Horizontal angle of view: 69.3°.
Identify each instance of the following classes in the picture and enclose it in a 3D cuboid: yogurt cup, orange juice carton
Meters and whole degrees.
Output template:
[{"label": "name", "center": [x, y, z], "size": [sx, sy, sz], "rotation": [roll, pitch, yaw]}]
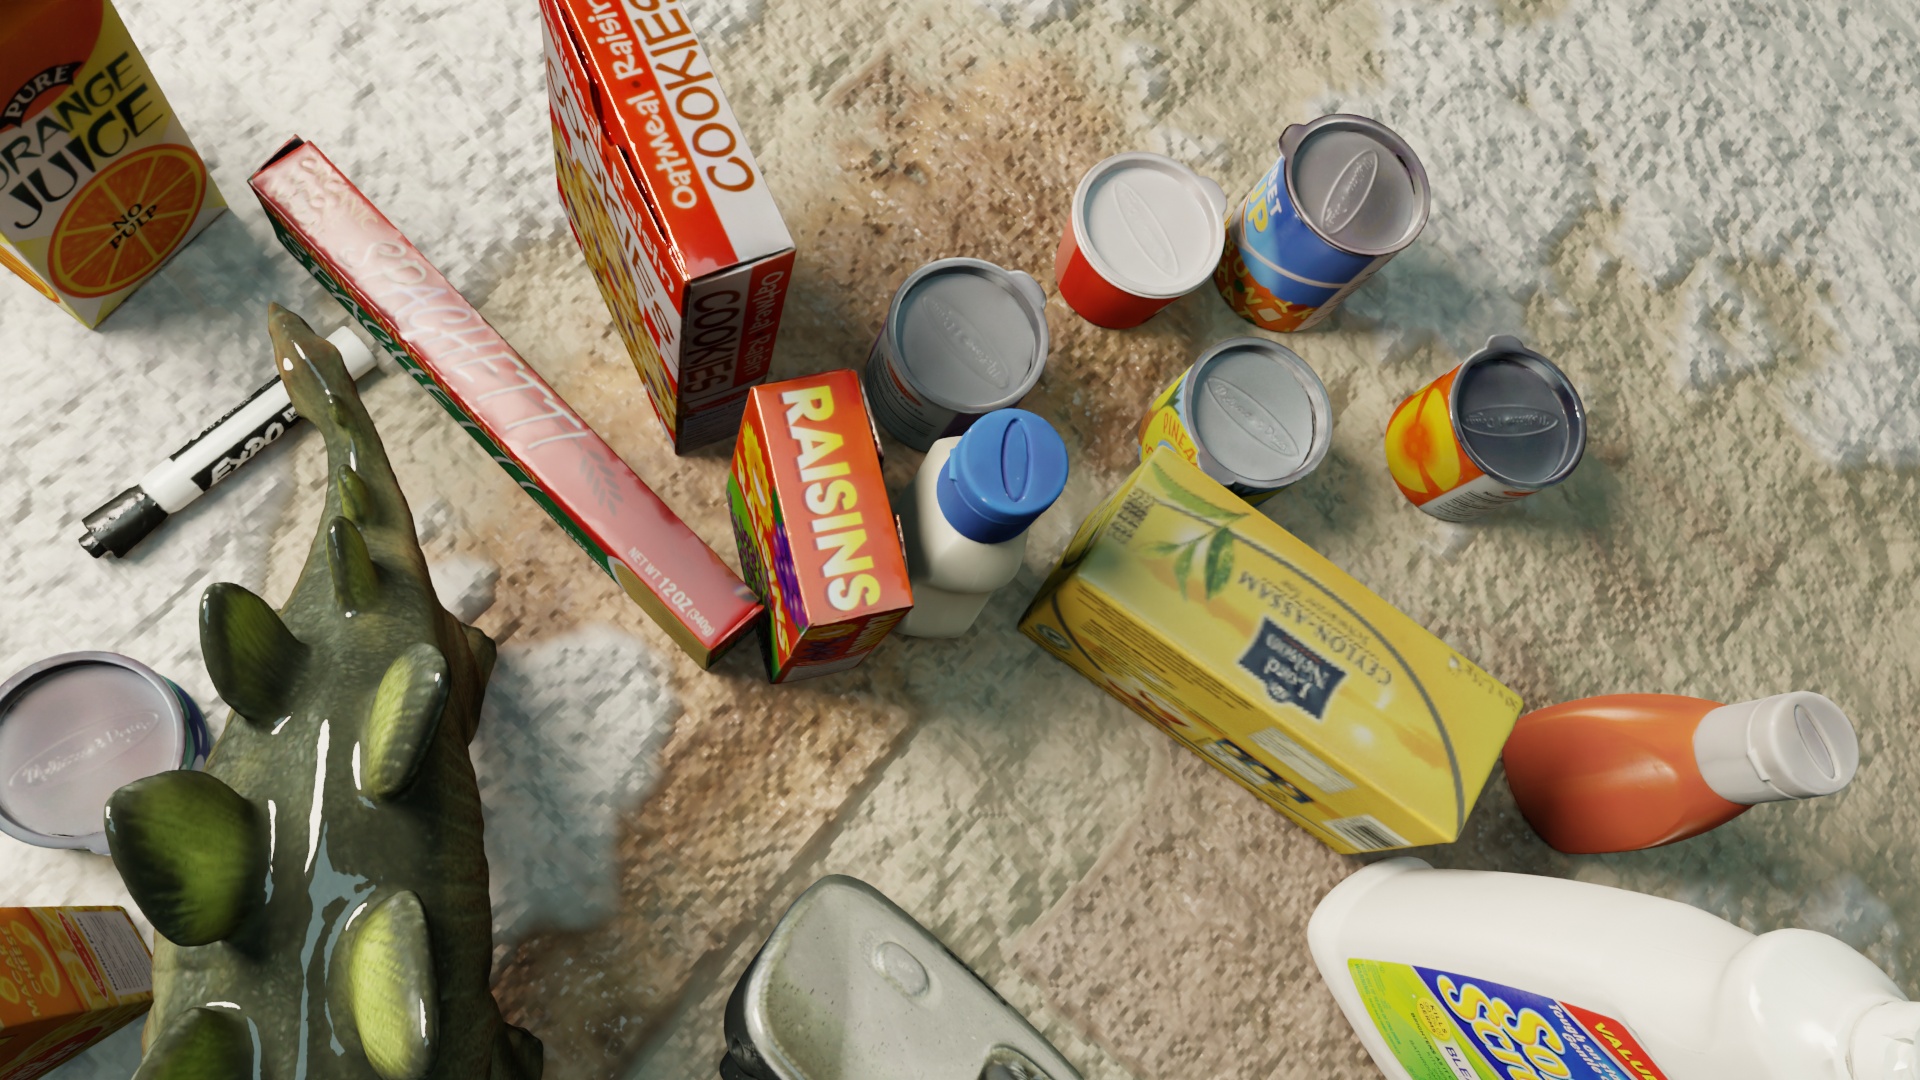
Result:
[{"label": "yogurt cup", "center": [0.075, -0.128, 0.609], "size": [0.072, 0.053, 0.072], "rotation": [3, 74, -12]}, {"label": "orange juice carton", "center": [-0.317, -0.150, 0.449], "size": [0.072, 0.192, 0.073], "rotation": [37, 70, -1]}]

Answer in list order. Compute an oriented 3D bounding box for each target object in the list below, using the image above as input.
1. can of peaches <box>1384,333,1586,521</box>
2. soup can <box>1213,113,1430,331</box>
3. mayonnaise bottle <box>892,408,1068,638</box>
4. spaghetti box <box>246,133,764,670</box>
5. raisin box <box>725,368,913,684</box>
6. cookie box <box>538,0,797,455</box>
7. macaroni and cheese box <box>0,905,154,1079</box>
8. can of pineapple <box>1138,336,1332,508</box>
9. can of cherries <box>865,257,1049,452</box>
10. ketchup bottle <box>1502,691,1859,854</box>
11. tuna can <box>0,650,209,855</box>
[{"label": "can of peaches", "center": [0.233, -0.049, 0.623], "size": [0.071, 0.058, 0.071], "rotation": [3, 74, -12]}, {"label": "soup can", "center": [0.155, -0.140, 0.616], "size": [0.071, 0.083, 0.071], "rotation": [3, 74, -12]}, {"label": "mayonnaise bottle", "center": [0.002, -0.006, 0.508], "size": [0.041, 0.147, 0.065], "rotation": [5, 74, -12]}, {"label": "spaghetti box", "center": [-0.173, -0.050, 0.531], "size": [0.250, 0.050, 0.029], "rotation": [45, 70, 2]}, {"label": "raisin box", "center": [-0.054, 0.000, 0.506], "size": [0.040, 0.123, 0.086], "rotation": [-11, 78, -16]}, {"label": "cookie box", "center": [-0.109, -0.115, 0.502], "size": [0.040, 0.167, 0.123], "rotation": [-23, 81, -18]}, {"label": "macaroni and cheese box", "center": [-0.311, 0.151, 0.381], "size": [0.124, 0.166, 0.040], "rotation": [-32, 84, -19]}, {"label": "can of pineapple", "center": [0.114, -0.045, 0.593], "size": [0.071, 0.057, 0.071], "rotation": [3, 74, -12]}, {"label": "can of cherries", "center": [-0.001, -0.076, 0.575], "size": [0.071, 0.058, 0.071], "rotation": [3, 74, -12]}, {"label": "ketchup bottle", "center": [0.277, 0.089, 0.546], "size": [0.044, 0.148, 0.065], "rotation": [-21, 81, -17]}, {"label": "tuna can", "center": [-0.296, 0.075, 0.476], "size": [0.071, 0.032, 0.071], "rotation": [3, 74, -12]}]
